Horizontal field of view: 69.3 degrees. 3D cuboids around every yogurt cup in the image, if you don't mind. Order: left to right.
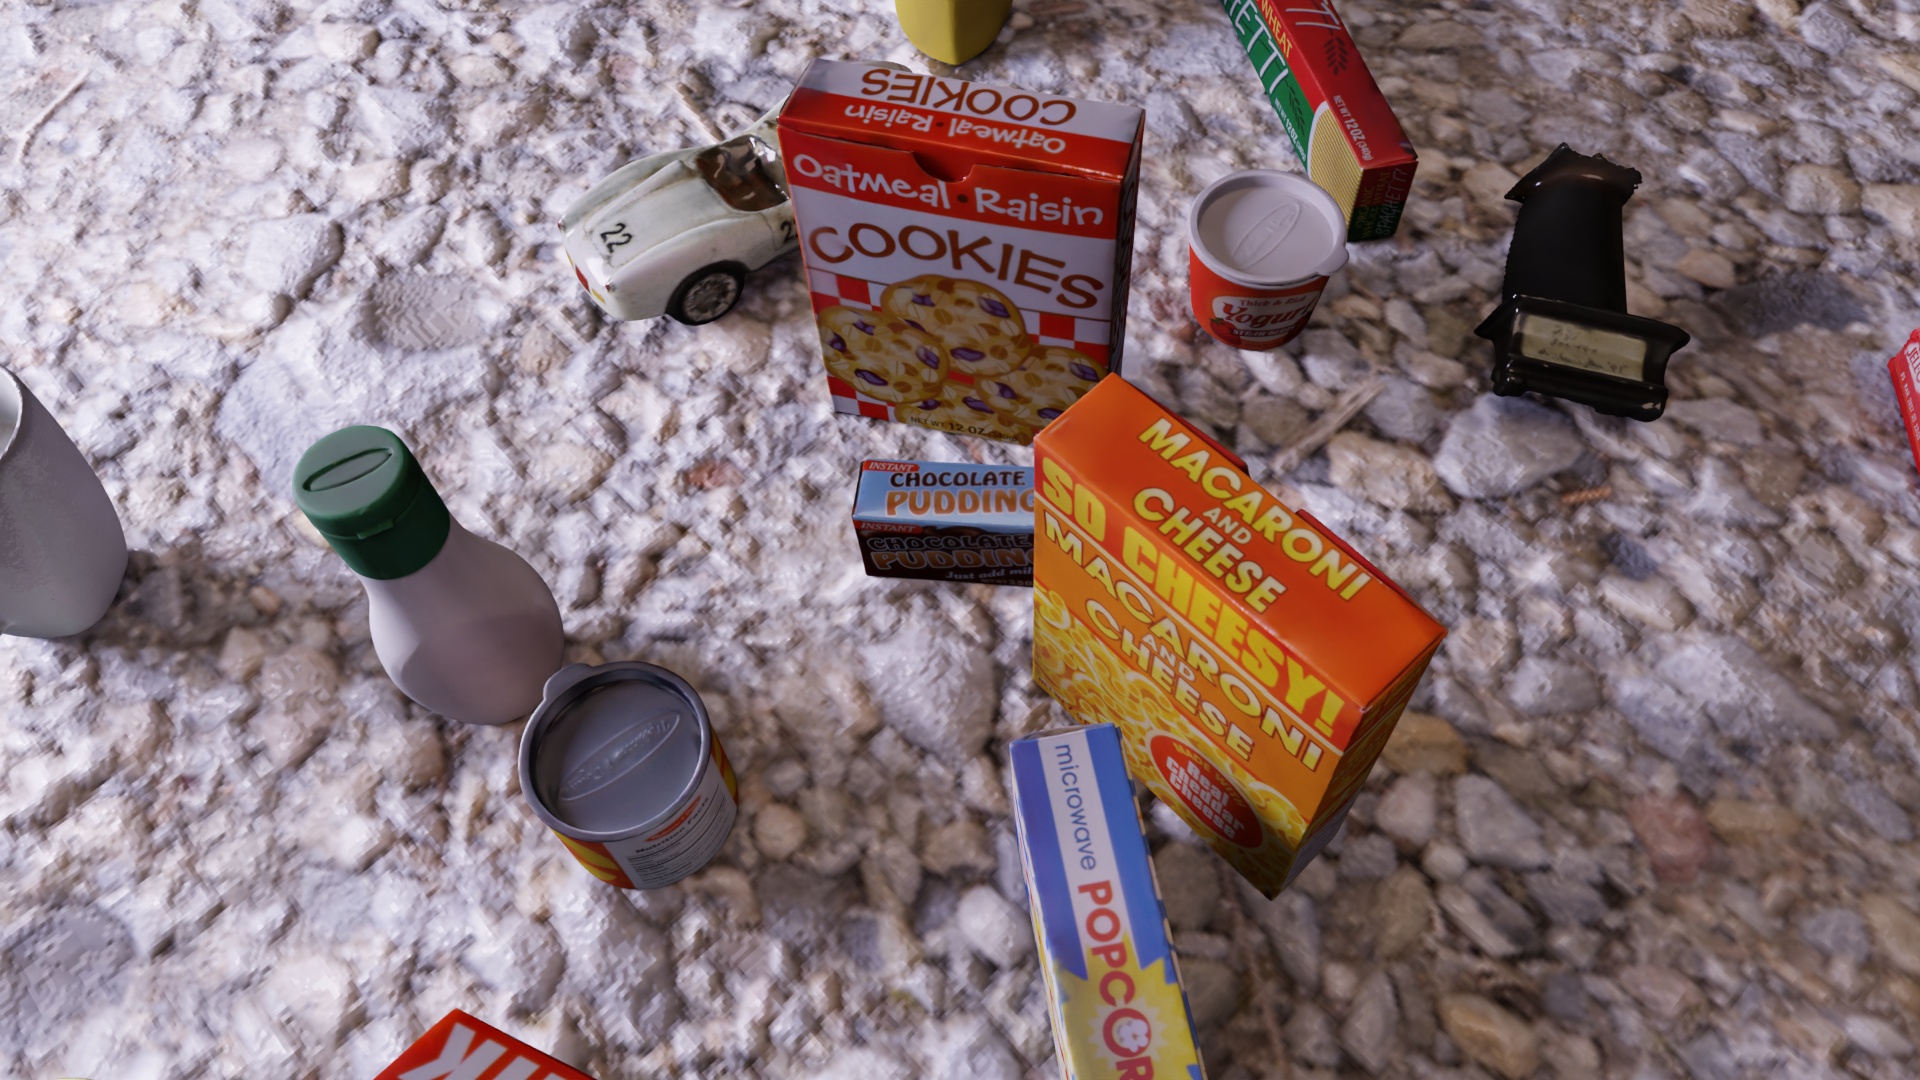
[{"bbox_3d":[0.132,-0.122,0.615,0.072,0.053,0.073,-1,59,2],"label":"yogurt cup"}]

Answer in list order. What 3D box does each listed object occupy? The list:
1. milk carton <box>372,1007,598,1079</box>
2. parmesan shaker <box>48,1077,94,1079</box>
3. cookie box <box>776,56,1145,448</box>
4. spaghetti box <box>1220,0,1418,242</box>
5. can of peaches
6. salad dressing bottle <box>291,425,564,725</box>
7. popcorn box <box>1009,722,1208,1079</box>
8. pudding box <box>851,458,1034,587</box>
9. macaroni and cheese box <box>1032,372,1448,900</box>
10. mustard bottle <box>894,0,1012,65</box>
[{"bbox_3d":[-0.105,0.180,0.360,0.072,0.189,0.074,21,62,14],"label":"milk carton"},{"bbox_3d":[-0.240,0.203,0.403,0.071,0.102,0.071,-1,59,2],"label":"parmesan shaker"},{"bbox_3d":[0.003,-0.102,0.542,0.123,0.166,0.040,12,60,9],"label":"cookie box"},{"bbox_3d":[0.165,-0.256,0.698,0.029,0.050,0.251,-12,59,-5],"label":"spaghetti box"},{"bbox_3d":[-0.118,0.083,0.497,0.071,0.057,0.071,-1,59,2],"label":"can of peaches"},{"bbox_3d":[-0.184,0.016,0.489,0.064,0.147,0.044,-25,61,-12],"label":"salad dressing bottle"},{"bbox_3d":[0.045,0.133,0.444,0.038,0.084,0.127,-9,59,-3],"label":"popcorn box"},{"bbox_3d":[0.002,-0.007,0.552,0.084,0.049,0.030,4,59,5],"label":"pudding box"},{"bbox_3d":[0.079,0.037,0.454,0.040,0.165,0.124,-39,65,-19],"label":"macaroni and cheese box"},{"bbox_3d":[-0.004,-0.312,0.675,0.049,0.159,0.065,30,65,19],"label":"mustard bottle"}]
